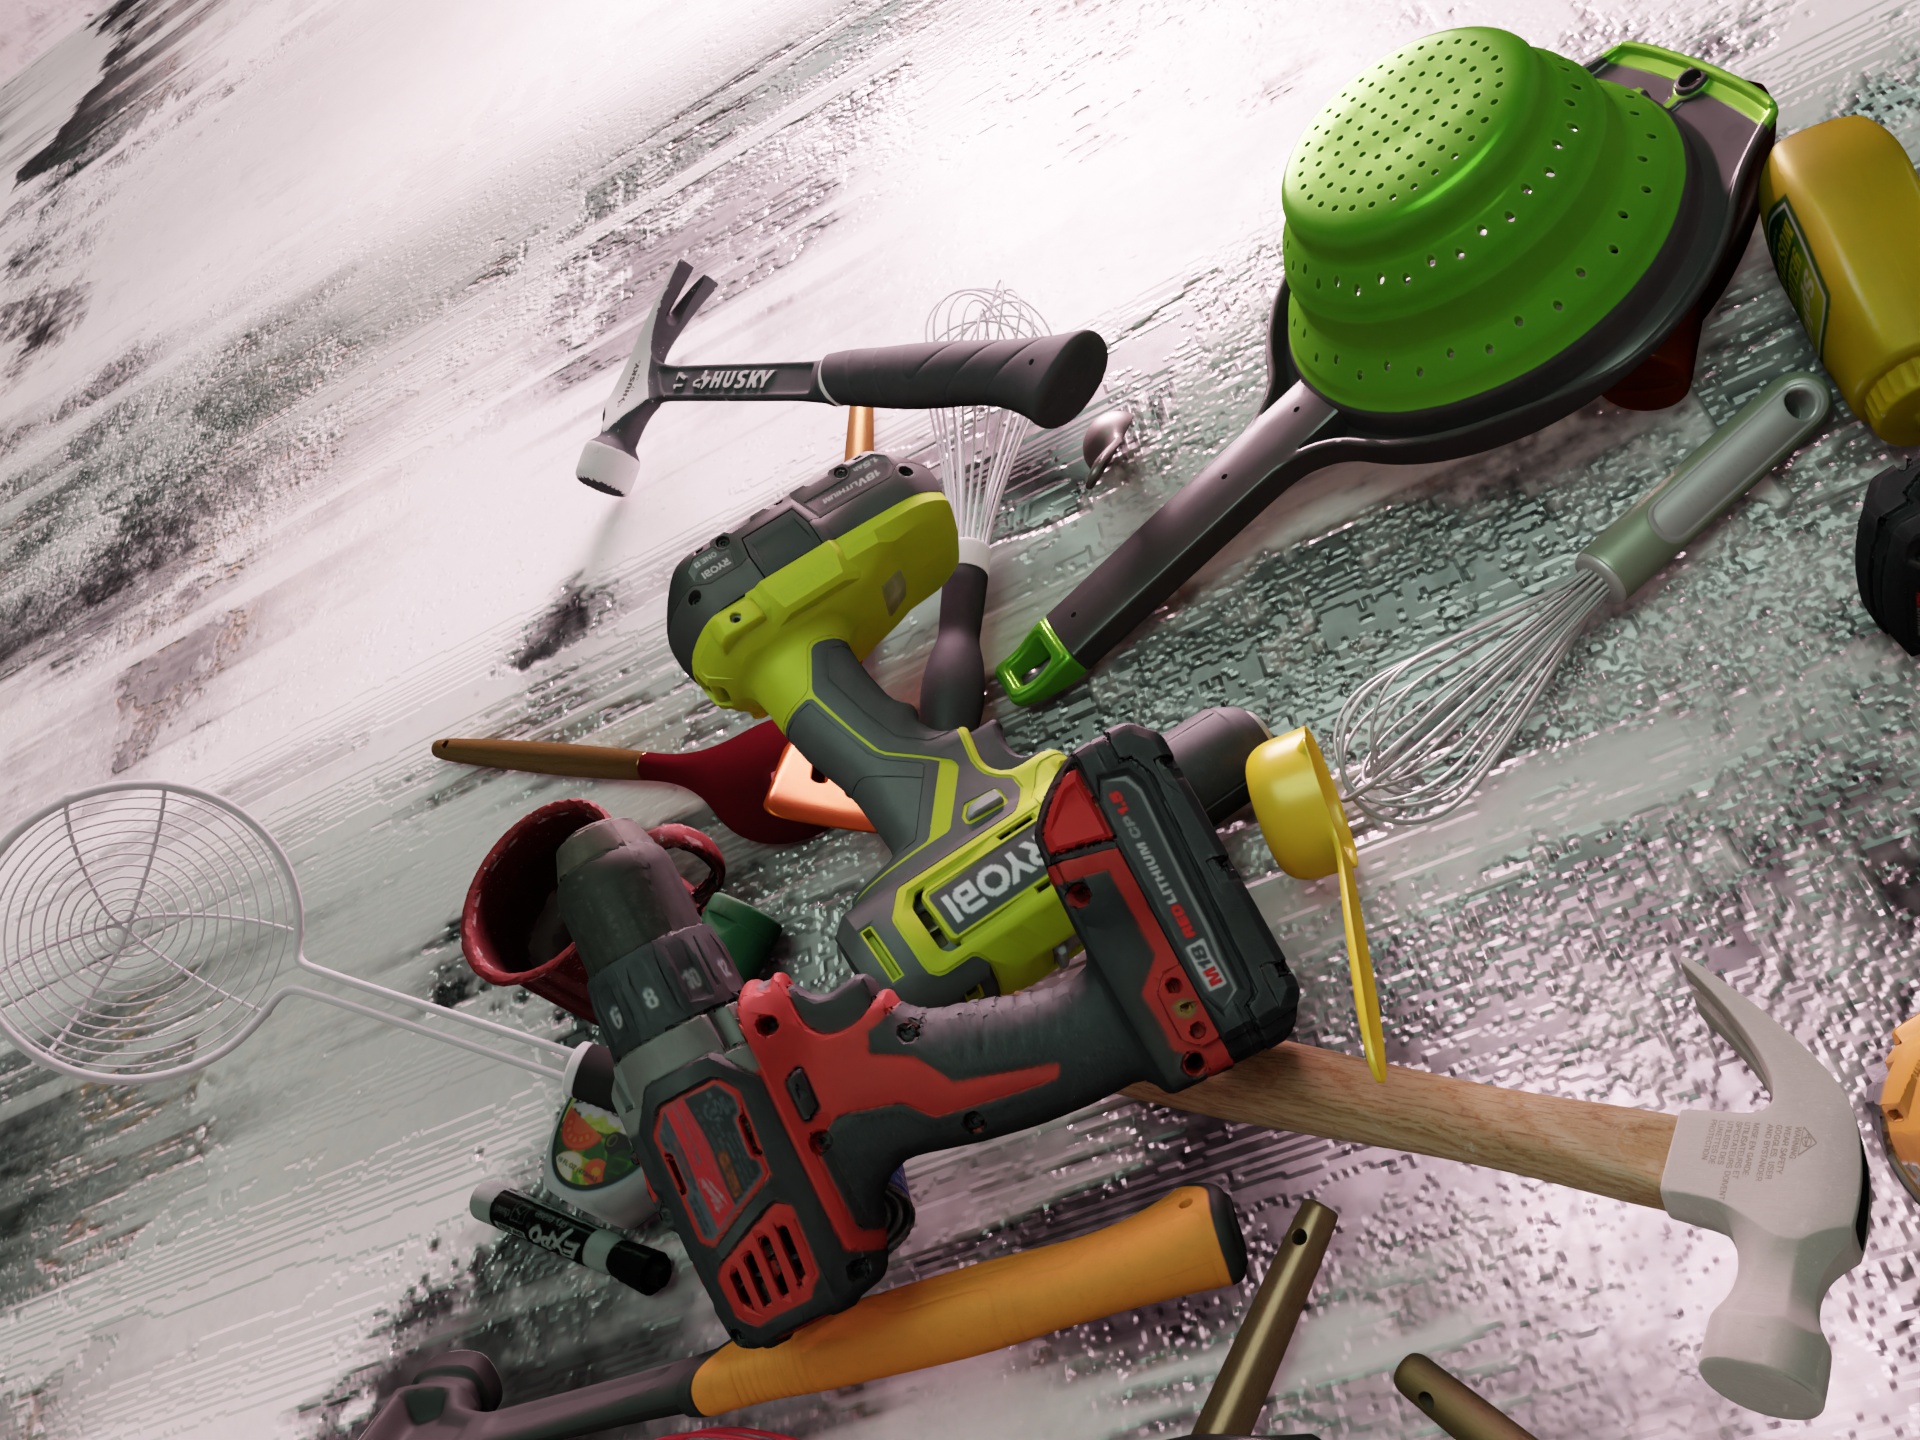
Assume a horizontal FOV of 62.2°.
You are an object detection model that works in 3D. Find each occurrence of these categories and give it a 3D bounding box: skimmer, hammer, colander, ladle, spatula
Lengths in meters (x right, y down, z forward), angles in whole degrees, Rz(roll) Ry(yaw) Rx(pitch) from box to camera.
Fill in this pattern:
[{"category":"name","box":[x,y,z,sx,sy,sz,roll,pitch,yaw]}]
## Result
[{"category":"skimmer","box":[-0.221,0.123,0.653,0.363,0.090,0.127,15,74,9]},{"category":"hammer","box":[-0.063,0.228,0.562,0.337,0.034,0.127,-18,6,7]},{"category":"colander","box":[0.143,-0.161,0.678,0.397,0.094,0.205,-43,39,12]},{"category":"ladle","box":[-0.183,0.022,0.849,0.315,0.031,0.069,3,61,37]},{"category":"hammer","box":[0.128,0.127,0.553,0.331,0.031,0.130,3,47,39]},{"category":"spatula","box":[0.053,0.301,0.506,0.060,0.018,0.316,16,71,39]},{"category":"spatula","box":[-0.053,-0.067,0.808,0.081,0.041,0.323,9,51,-12]},{"category":"hammer","box":[-0.076,-0.185,0.848,0.409,0.036,0.149,12,80,48]}]

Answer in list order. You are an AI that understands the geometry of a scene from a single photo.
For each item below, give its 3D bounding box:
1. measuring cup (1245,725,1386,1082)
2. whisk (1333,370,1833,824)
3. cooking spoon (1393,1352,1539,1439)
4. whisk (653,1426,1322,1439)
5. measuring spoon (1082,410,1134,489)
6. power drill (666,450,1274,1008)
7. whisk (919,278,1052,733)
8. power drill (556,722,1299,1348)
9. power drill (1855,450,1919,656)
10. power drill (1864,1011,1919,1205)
[{"category":"measuring cup","box":[0.127,0.066,0.568,0.029,0.062,0.157,-19,38,19]},{"category":"whisk","box":[0.238,-0.049,0.605,0.246,0.059,0.058,-41,85,-3]},{"category":"cooking spoon","box":[0.241,0.264,0.400,0.319,0.017,0.068,30,118,45]},{"category":"whisk","box":[-0.016,0.266,0.536,0.296,0.073,0.073,-19,51,24]},{"category":"measuring spoon","box":[0.063,-0.126,0.739,0.034,0.018,0.124,-60,0,19]},{"category":"power drill","box":[-0.001,-0.002,0.665,0.190,0.080,0.229,-33,64,-11]},{"category":"whisk","box":[0.007,-0.105,0.788,0.070,0.070,0.285,-10,59,28]},{"category":"power drill","box":[-0.020,0.083,0.549,0.226,0.080,0.188,-28,77,2]},{"category":"power drill","box":[0.376,-0.004,0.464,0.143,0.078,0.220,-33,50,11]},{"category":"power drill","box":[0.296,0.165,0.361,0.084,0.185,0.226,-33,67,10]}]
